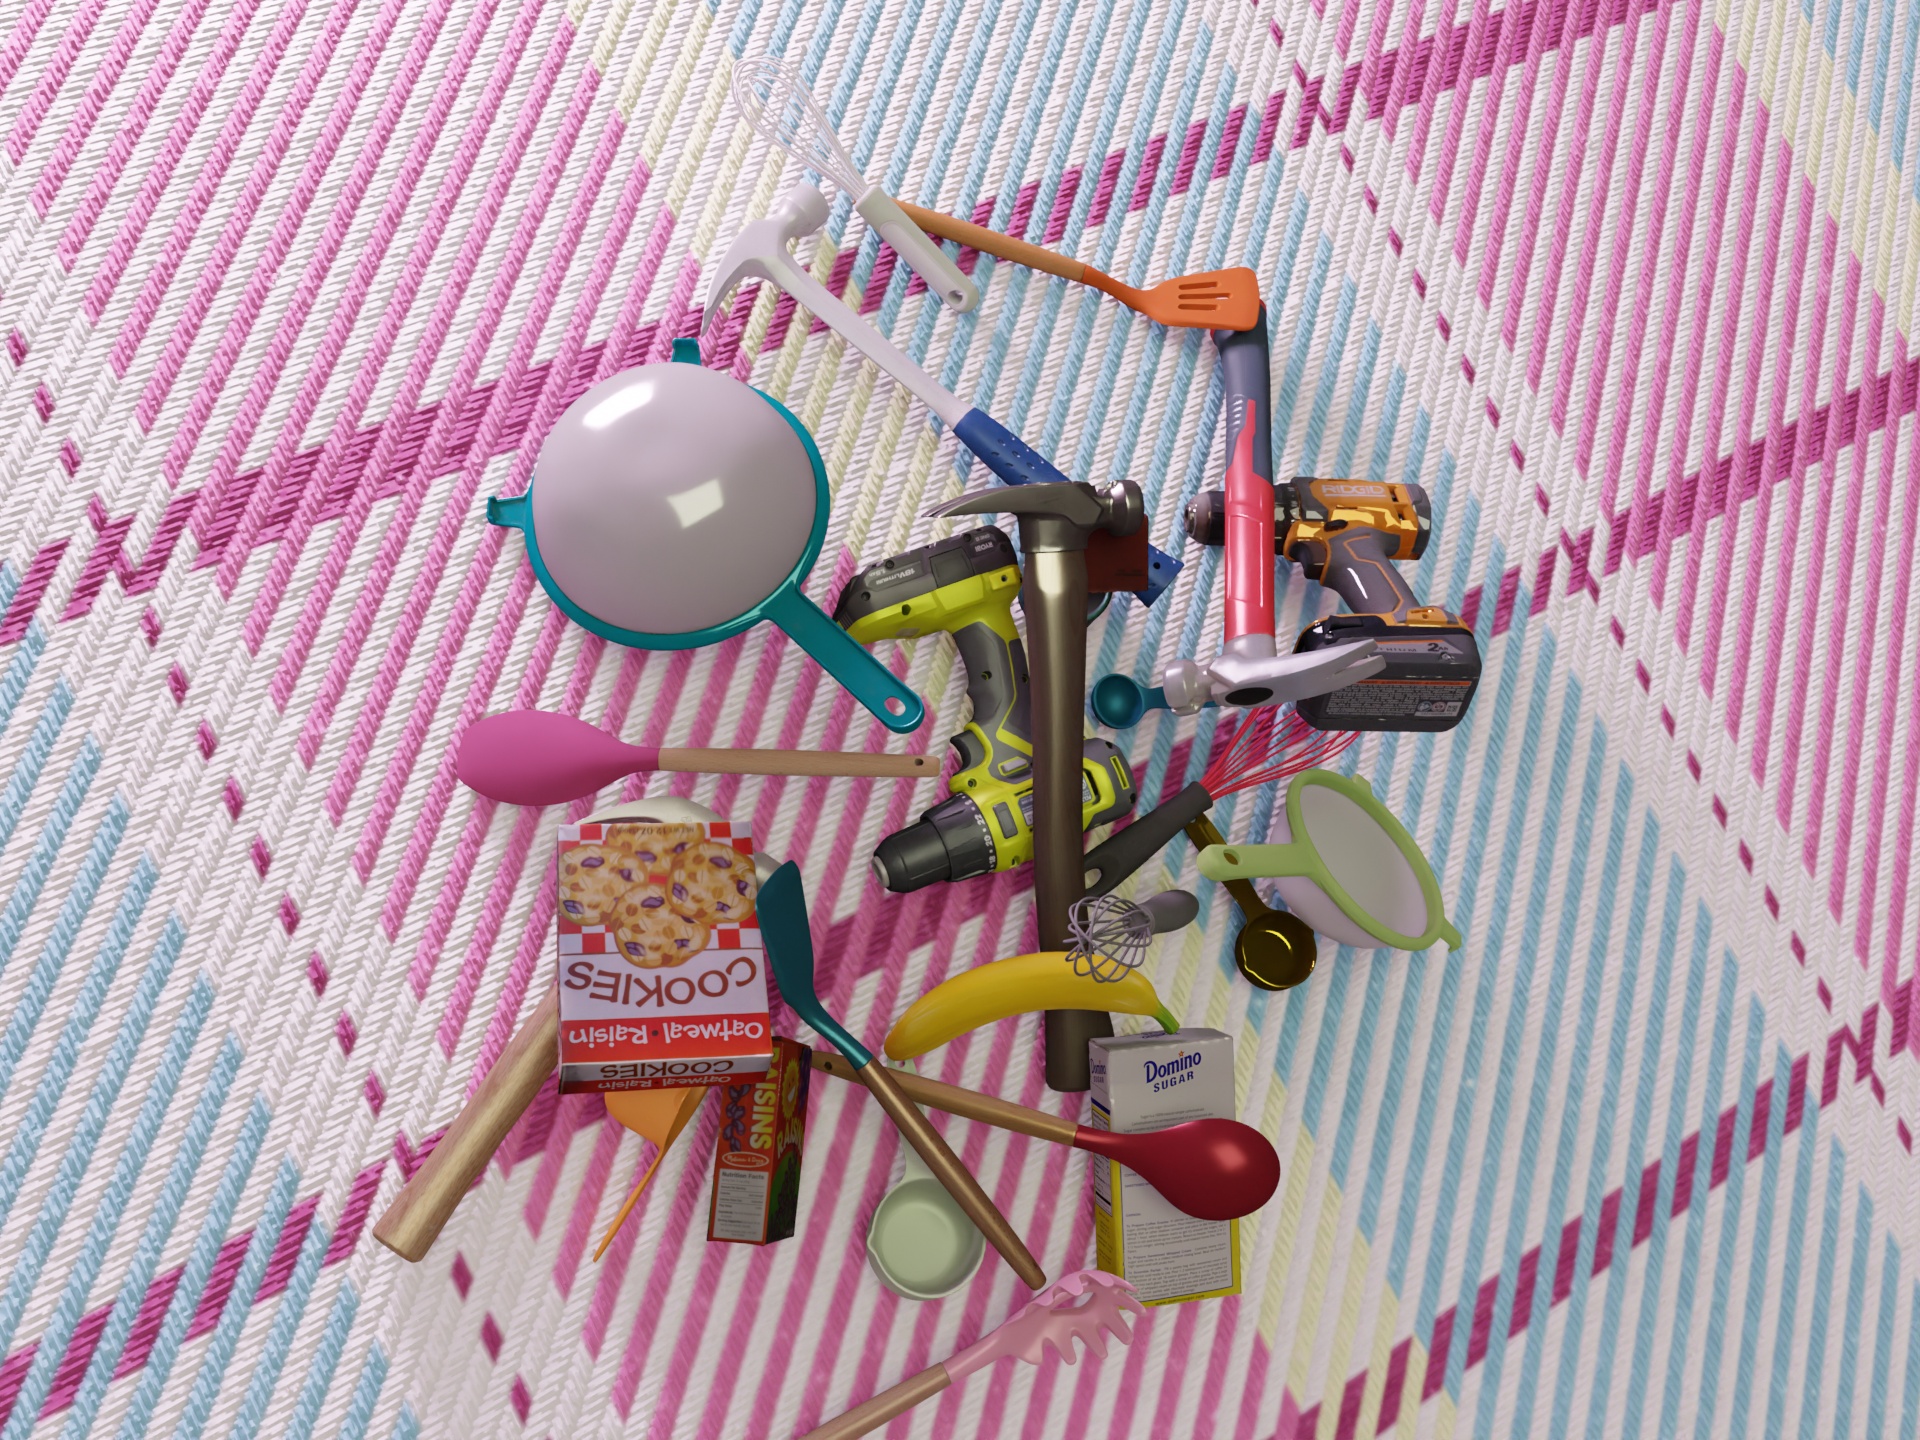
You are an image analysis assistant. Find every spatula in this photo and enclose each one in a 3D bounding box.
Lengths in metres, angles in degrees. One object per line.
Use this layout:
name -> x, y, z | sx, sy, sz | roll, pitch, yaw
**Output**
spatula -> 0.075, -0.362, 1.232 | 0.322, 0.041, 0.081 | 16, 50, -9
spatula -> -0.037, 0.233, 1.013 | 0.044, 0.082, 0.317 | -37, 93, 17

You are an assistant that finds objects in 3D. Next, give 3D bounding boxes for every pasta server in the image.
pasta server -> -0.031, 0.430, 1.002 | 0.316, 0.040, 0.060 | -25, 116, -11

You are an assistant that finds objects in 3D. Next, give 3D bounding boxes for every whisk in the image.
whisk -> -0.076, -0.395, 1.183 | 0.246, 0.058, 0.059 | 43, 39, -14
whisk -> 0.191, 0.043, 1.155 | 0.296, 0.073, 0.073 | -34, 88, -17
whisk -> 0.121, 0.134, 1.047 | 0.055, 0.239, 0.055 | 0, 90, 23

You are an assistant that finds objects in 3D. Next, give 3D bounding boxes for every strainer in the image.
strainer -> 0.233, 0.111, 1.107 | 0.256, 0.069, 0.152 | 4, 51, -43
strainer -> -0.151, -0.118, 1.035 | 0.340, 0.095, 0.211 | 42, 77, 17

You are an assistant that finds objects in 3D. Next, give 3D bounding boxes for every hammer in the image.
hammer -> 0.223, -0.174, 1.149 | 0.143, 0.038, 0.387 | -11, 51, 24
hammer -> 0.056, 0.049, 1.057 | 0.146, 0.038, 0.410 | -6, 100, -21
hammer -> -0.010, -0.222, 1.156 | 0.405, 0.035, 0.144 | 40, 66, 3
hammer -> -0.259, 0.190, 1.018 | 0.130, 0.031, 0.331 | 36, 71, -5

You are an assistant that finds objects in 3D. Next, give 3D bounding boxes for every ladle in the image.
ladle -> 0.050, 0.261, 1.033 | 0.315, 0.031, 0.069 | 13, 98, 11

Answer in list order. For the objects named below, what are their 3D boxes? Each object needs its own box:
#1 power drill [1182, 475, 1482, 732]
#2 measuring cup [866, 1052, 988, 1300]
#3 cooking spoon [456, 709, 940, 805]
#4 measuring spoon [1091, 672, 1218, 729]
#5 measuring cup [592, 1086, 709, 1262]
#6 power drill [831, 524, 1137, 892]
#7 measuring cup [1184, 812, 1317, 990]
power drill -> 0.267, -0.097, 1.163 | 0.185, 0.084, 0.226 | 1, 46, -5
measuring cup -> -0.032, 0.299, 1.055 | 0.083, 0.038, 0.168 | -2, 61, -18
cooking spoon -> -0.173, 0.026, 1.051 | 0.319, 0.017, 0.069 | 2, 66, -1
measuring spoon -> 0.151, -0.015, 1.186 | 0.128, 0.021, 0.042 | -4, 77, -25
measuring cup -> -0.206, 0.255, 1.001 | 0.052, 0.095, 0.173 | 30, 91, 5
power drill -> -0.002, -0.004, 1.109 | 0.190, 0.080, 0.228 | -21, 86, -18
measuring cup -> 0.201, 0.128, 1.163 | 0.062, 0.029, 0.157 | -26, 73, -20
